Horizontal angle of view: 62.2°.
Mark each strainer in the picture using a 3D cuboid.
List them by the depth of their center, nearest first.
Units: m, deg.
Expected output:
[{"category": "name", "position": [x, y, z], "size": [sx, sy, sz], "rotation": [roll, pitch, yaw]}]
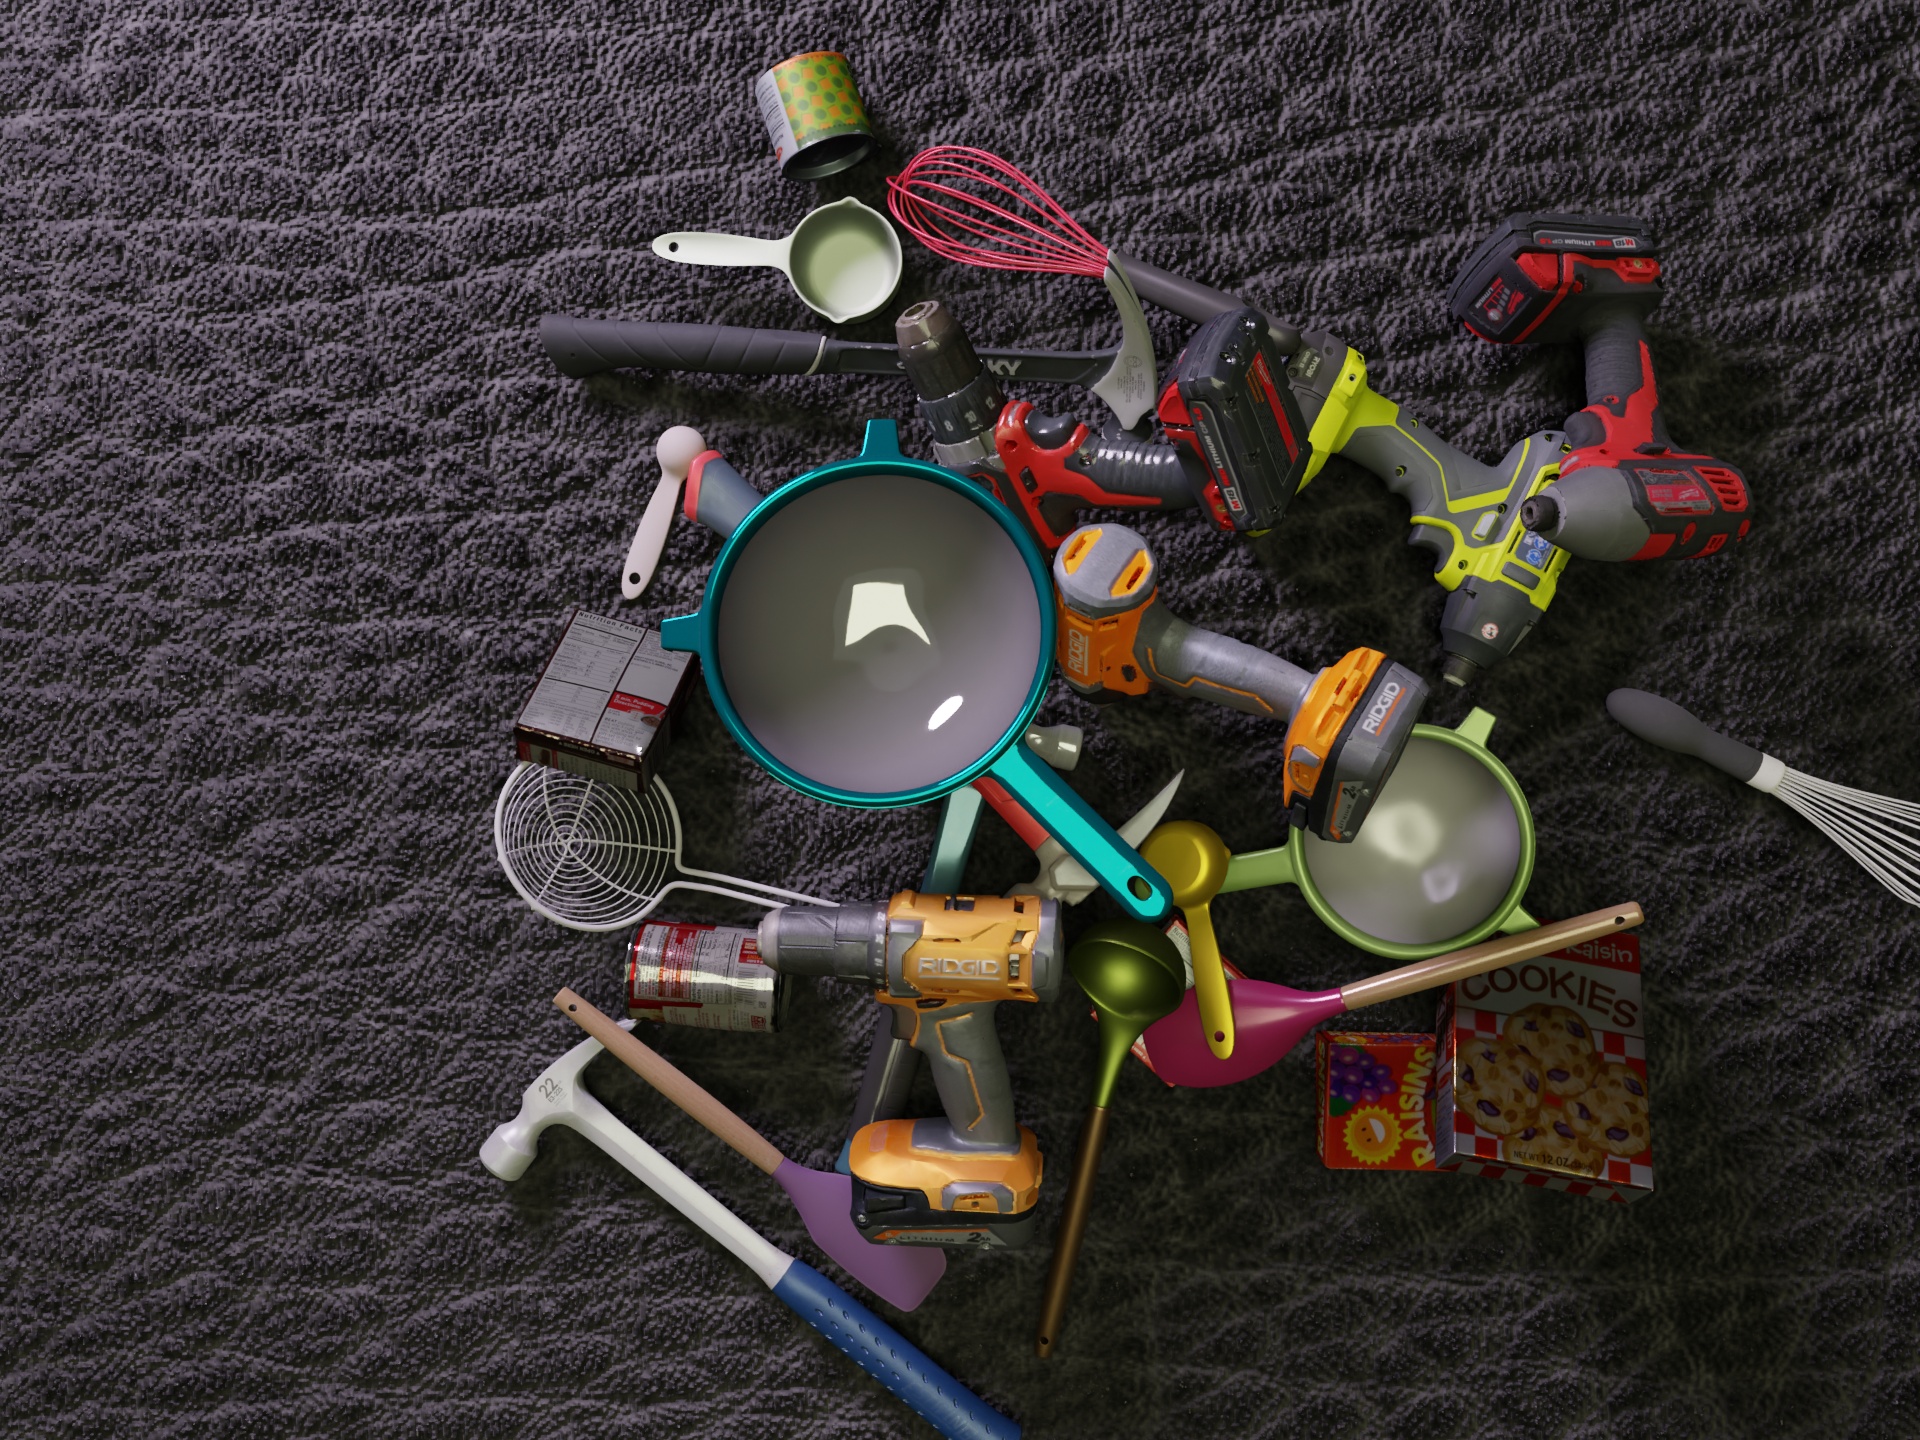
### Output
[{"category": "strainer", "position": [-0.002, -0.003, 0.964], "size": [0.340, 0.095, 0.211], "rotation": [45, 86, 7]}, {"category": "strainer", "position": [0.244, 0.086, 1.050], "size": [0.256, 0.069, 0.151], "rotation": [-13, 90, 20]}]

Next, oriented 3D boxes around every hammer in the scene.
[{"category": "hammer", "position": [-0.076, -0.240, 1.034], "size": [0.409, 0.149, 0.036], "rotation": [5, 48, 8]}, {"category": "hammer", "position": [-0.031, -0.045, 1.039], "size": [0.143, 0.038, 0.386], "rotation": [-43, 81, -5]}, {"category": "hammer", "position": [-0.021, 0.149, 1.068], "size": [0.128, 0.033, 0.331], "rotation": [15, 92, 1]}, {"category": "hammer", "position": [-0.125, 0.363, 1.075], "size": [0.405, 0.035, 0.144], "rotation": [38, 92, 1]}]

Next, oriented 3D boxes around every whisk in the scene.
[{"category": "whisk", "position": [0.082, -0.296, 1.016], "size": [0.296, 0.073, 0.073], "rotation": [27, 92, 15]}, {"category": "whisk", "position": [0.554, 0.048, 1.035], "size": [0.284, 0.070, 0.070], "rotation": [28, 92, 6]}]

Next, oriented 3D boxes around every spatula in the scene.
[{"category": "spatula", "position": [-0.139, 0.276, 1.049], "size": [0.316, 0.018, 0.060], "rotation": [38, 85, -3]}]

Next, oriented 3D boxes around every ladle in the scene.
[{"category": "ladle", "position": [0.083, 0.278, 1.036], "size": [0.078, 0.062, 0.320], "rotation": [15, 102, 18]}]

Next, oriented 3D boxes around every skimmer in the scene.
[{"category": "skimmer", "position": [-0.117, 0.104, 1.019], "size": [0.363, 0.090, 0.127], "rotation": [13, 61, 11]}]

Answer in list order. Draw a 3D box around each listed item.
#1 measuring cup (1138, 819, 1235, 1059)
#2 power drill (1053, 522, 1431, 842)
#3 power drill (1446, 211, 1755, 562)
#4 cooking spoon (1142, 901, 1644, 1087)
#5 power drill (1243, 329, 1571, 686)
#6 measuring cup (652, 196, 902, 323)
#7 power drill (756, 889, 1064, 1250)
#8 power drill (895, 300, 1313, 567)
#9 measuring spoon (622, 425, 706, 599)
[{"category": "measuring cup", "position": [0.151, 0.140, 1.023], "size": [0.062, 0.029, 0.157], "rotation": [-17, 74, 25]}, {"category": "power drill", "position": [0.158, -0.017, 0.978], "size": [0.226, 0.164, 0.084], "rotation": [29, 67, 17]}, {"category": "power drill", "position": [0.384, -0.198, 0.974], "size": [0.143, 0.078, 0.220], "rotation": [-4, 69, -17]}, {"category": "cooking spoon", "position": [0.266, 0.168, 1.001], "size": [0.319, 0.017, 0.069], "rotation": [-21, 93, 16]}, {"category": "power drill", "position": [0.285, -0.138, 1.030], "size": [0.223, 0.080, 0.171], "rotation": [27, 91, -2]}, {"category": "measuring cup", "position": [-0.120, -0.307, 1.063], "size": [0.167, 0.038, 0.083], "rotation": [6, 91, 4]}, {"category": "power drill", "position": [-0.031, 0.211, 0.987], "size": [0.185, 0.084, 0.226], "rotation": [2, 109, 3]}, {"category": "power drill", "position": [0.077, -0.183, 0.961], "size": [0.227, 0.080, 0.187], "rotation": [-4, 130, 36]}, {"category": "measuring spoon", "position": [-0.205, -0.141, 1.078], "size": [0.034, 0.018, 0.124], "rotation": [20, 93, 2]}]
